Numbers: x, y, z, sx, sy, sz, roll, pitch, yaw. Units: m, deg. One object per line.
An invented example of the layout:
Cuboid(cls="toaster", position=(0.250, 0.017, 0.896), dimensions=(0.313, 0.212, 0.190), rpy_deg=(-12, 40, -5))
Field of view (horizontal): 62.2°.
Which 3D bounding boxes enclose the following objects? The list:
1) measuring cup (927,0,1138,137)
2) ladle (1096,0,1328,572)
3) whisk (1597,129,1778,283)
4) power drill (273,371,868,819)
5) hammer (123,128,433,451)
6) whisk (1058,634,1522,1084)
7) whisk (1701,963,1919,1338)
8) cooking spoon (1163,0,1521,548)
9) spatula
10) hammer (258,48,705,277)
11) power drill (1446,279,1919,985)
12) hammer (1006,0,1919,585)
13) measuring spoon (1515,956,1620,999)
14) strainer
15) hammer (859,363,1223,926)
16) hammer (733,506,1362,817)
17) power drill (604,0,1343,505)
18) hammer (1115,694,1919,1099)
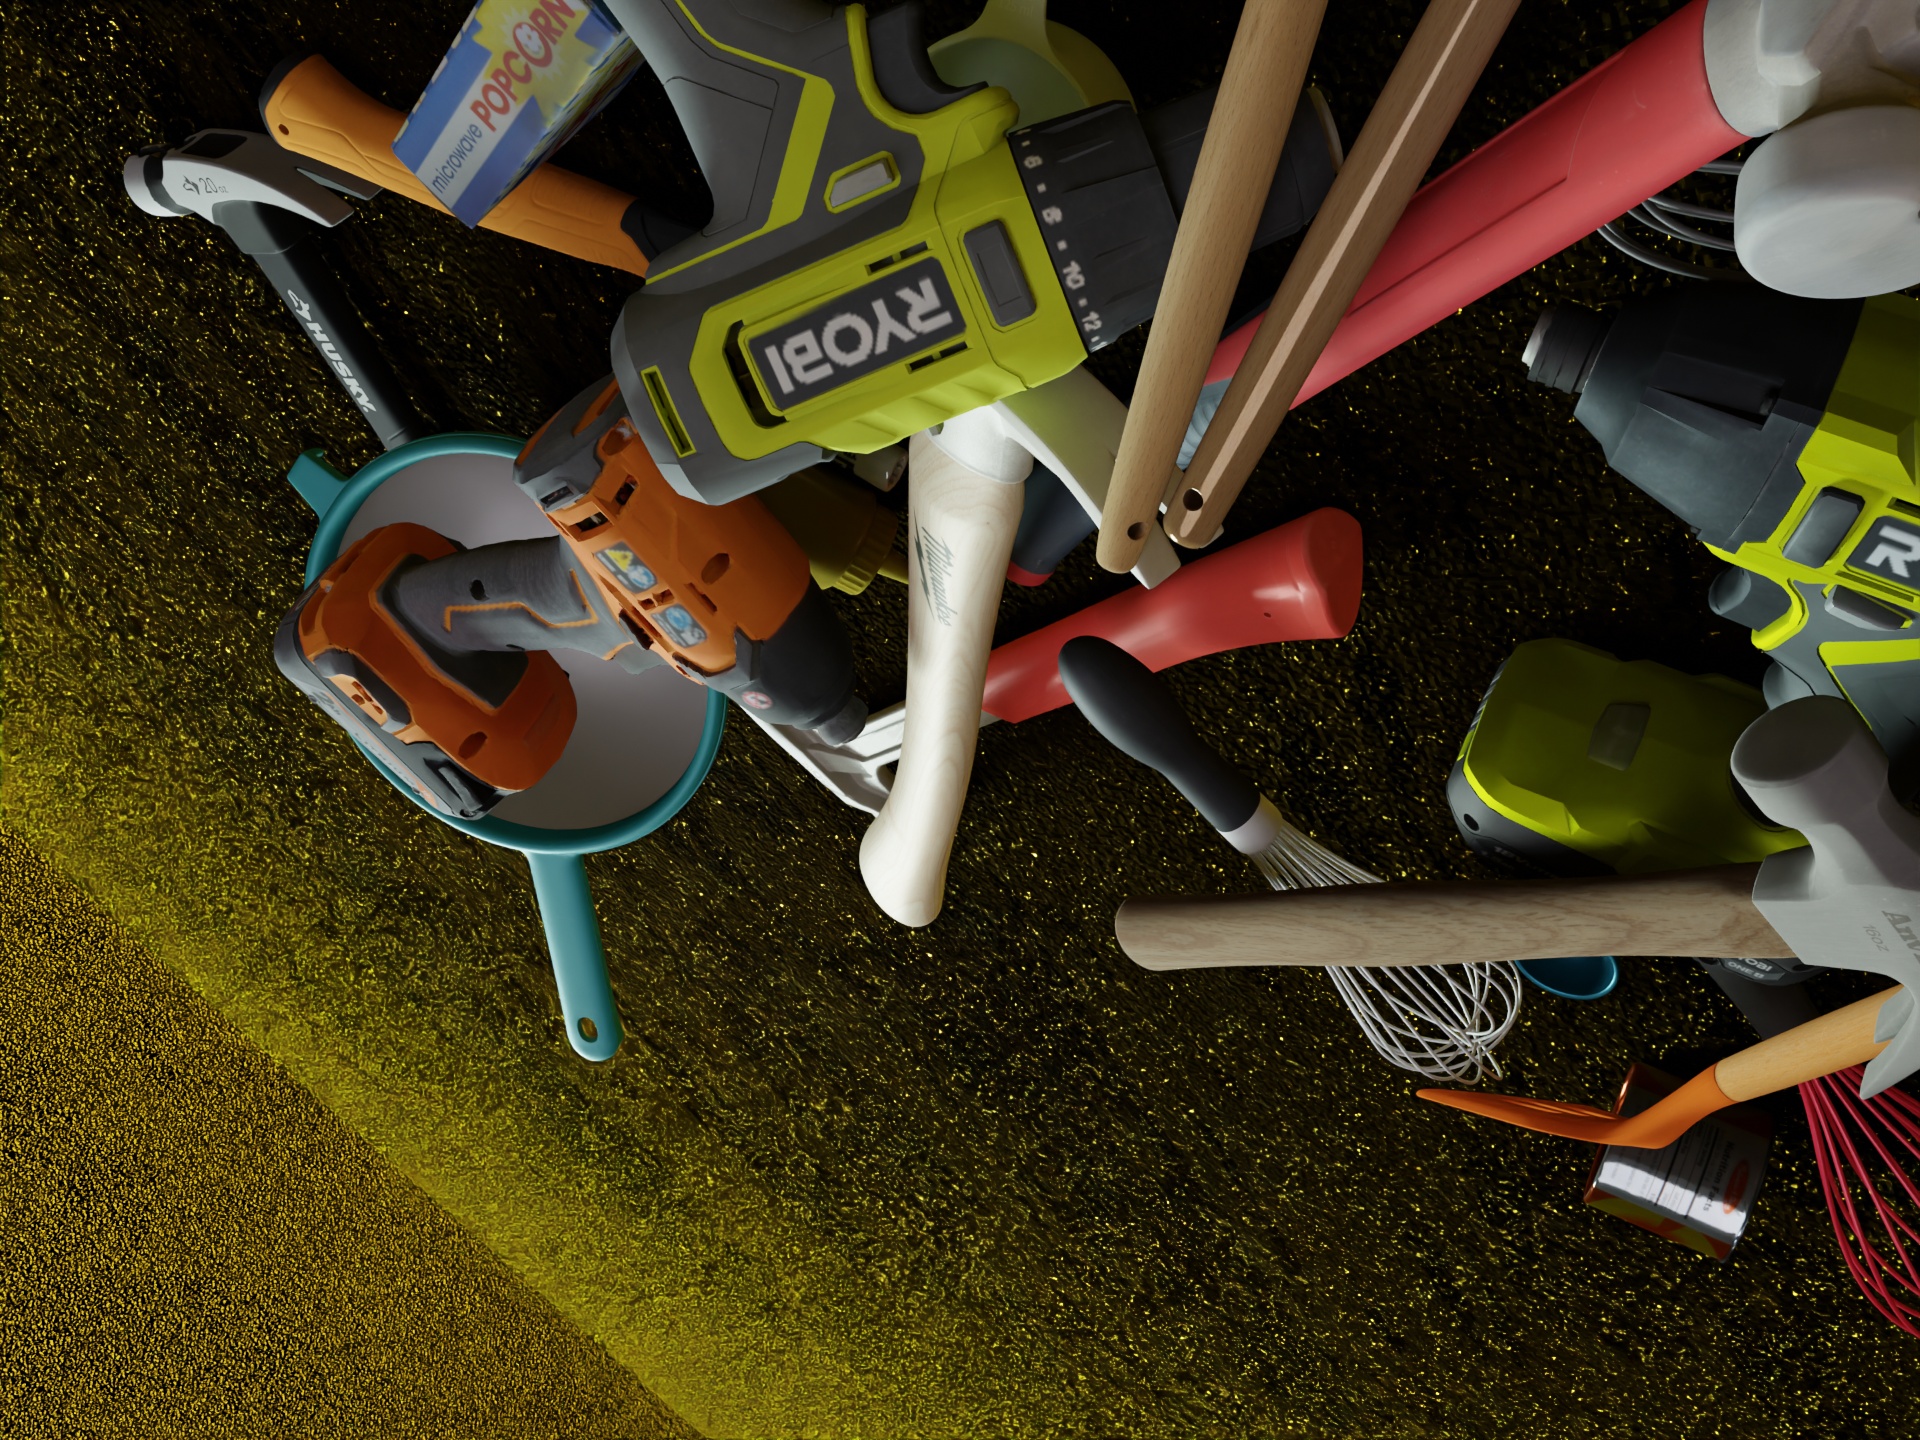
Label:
Cuboid(cls="measuring cup", position=(0.024, -0.206, 0.450), dimensions=(0.083, 0.038, 0.167), rpy_deg=(25, 131, 18))
Cuboid(cls="ladle", position=(0.072, -0.167, 0.340), dimensions=(0.031, 0.069, 0.315), rpy_deg=(-118, 33, -46))
Cuboid(cls="whisk", position=(0.258, -0.113, 0.346), dimensions=(0.239, 0.055, 0.055), rpy_deg=(15, 144, 20))
Cuboid(cls="power drill", position=(-0.151, -0.031, 0.634), dimensions=(0.226, 0.084, 0.164), rpy_deg=(-17, 126, 37))
Cuboid(cls="hammer", position=(-0.273, -0.138, 0.804), dimensions=(0.146, 0.035, 0.334), rpy_deg=(11, 141, 34))
Cuboid(cls="whisk", position=(0.135, 0.059, 0.641), dimensions=(0.284, 0.070, 0.070), rpy_deg=(42, 148, -23))
Cuboid(cls="whisk", position=(0.328, 0.136, 0.601), dimensions=(0.295, 0.073, 0.073), rpy_deg=(50, 145, -13))
Cuboid(cls="cooking spoon", position=(0.115, -0.165, 0.327), dimensions=(0.069, 0.017, 0.318), rpy_deg=(37, 126, 14))
Cuboid(cls="spatula", position=(0.275, 0.106, 0.536), dimensions=(0.081, 0.041, 0.322), rpy_deg=(9, 150, -16))
Cuboid(cls="hammer", position=(-0.132, -0.184, 0.614), dimensions=(0.337, 0.034, 0.127), rpy_deg=(24, 146, 16))
Cuboid(cls="power drill", position=(0.220, -0.020, 0.438), dimensions=(0.171, 0.080, 0.223), rpy_deg=(24, 154, 16))
Cuboid(cls="hammer", position=(0.098, -0.121, 0.449), dimensions=(0.038, 0.143, 0.386), rpy_deg=(15, 166, -20))
Cuboid(cls="measuring spoon", position=(0.238, 0.057, 0.617), dimensions=(0.042, 0.021, 0.128), rpy_deg=(13, 133, 32))
Cuboid(cls="strainer", position=(-0.194, 0.010, 0.800), dimensions=(0.211, 0.095, 0.340), rpy_deg=(2, 117, 13))
Cuboid(cls="hammer", position=(-0.001, -0.002, 0.630), dimensions=(0.146, 0.038, 0.410), rpy_deg=(45, 156, 18))
Cuboid(cls="hammer", position=(0.023, -0.025, 0.681), dimensions=(0.149, 0.037, 0.359), rpy_deg=(45, 147, -16))
Cuboid(cls="power drill", position=(-0.026, -0.187, 0.394), dimensions=(0.190, 0.080, 0.228), rpy_deg=(-21, 108, 10))
Cuboid(cls="hammer", position=(0.165, 0.068, 0.528), dimensions=(0.130, 0.031, 0.331), rpy_deg=(45, 152, -18))
